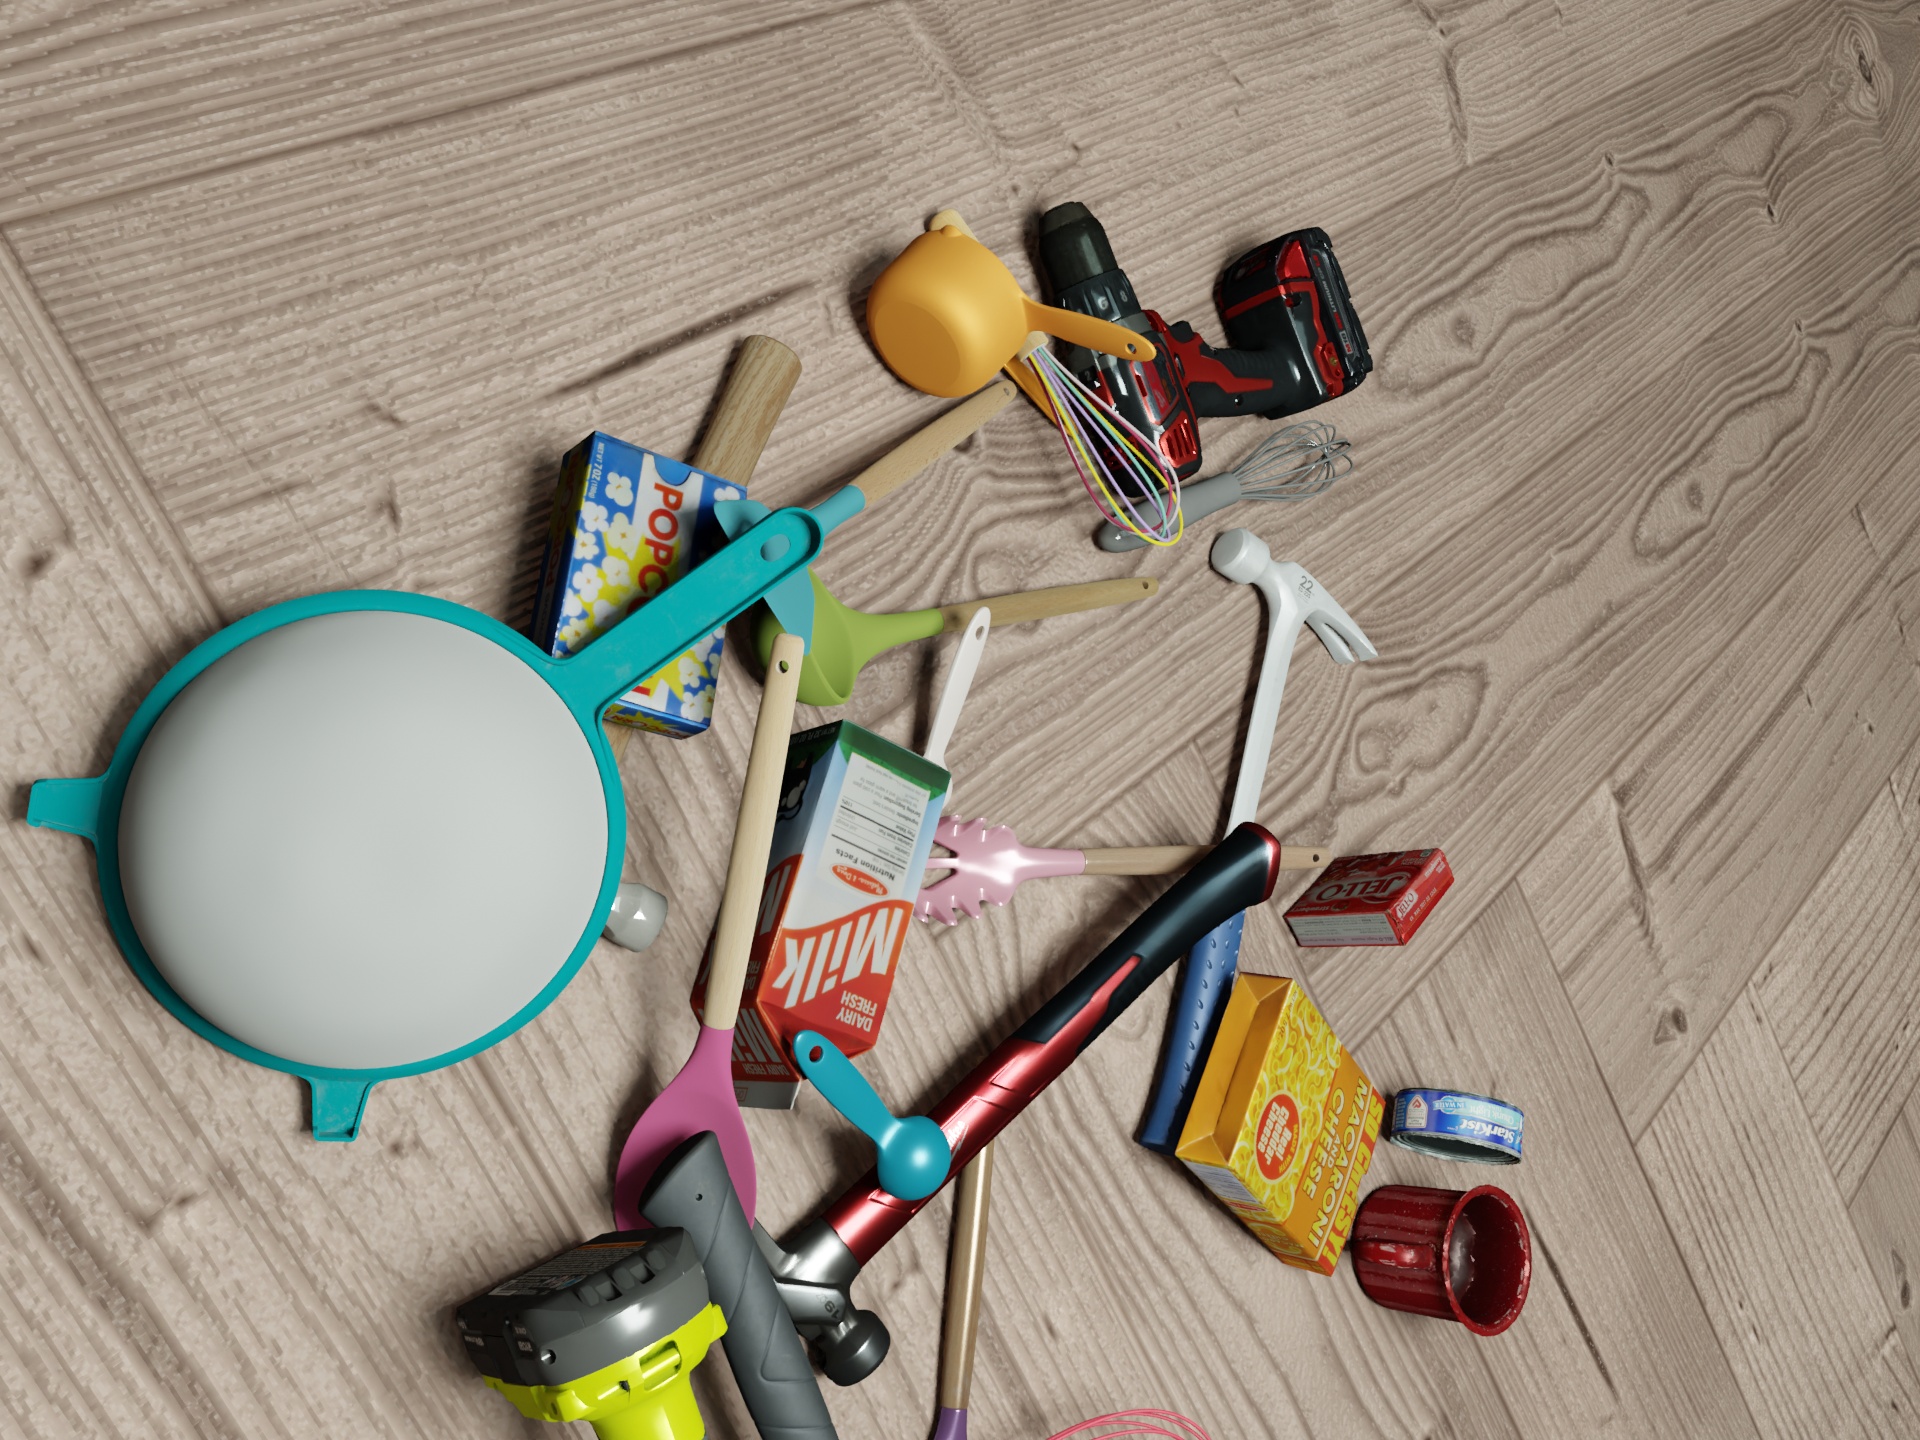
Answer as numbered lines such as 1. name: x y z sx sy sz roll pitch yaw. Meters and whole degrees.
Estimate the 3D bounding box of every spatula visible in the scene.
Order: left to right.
1. spatula: -0.036 -0.132 0.858 0.082 0.044 0.317 59 40 -13
2. spatula: -0.003 0.340 0.852 0.059 0.018 0.316 15 73 -30

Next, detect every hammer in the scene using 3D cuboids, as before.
1. hammer: -0.154 -0.060 0.804 0.130 0.031 0.331 33 63 -29
2. hammer: -0.045 0.380 0.727 0.149 0.036 0.409 -24 91 -21
3. hammer: 0.036 0.167 0.865 0.386 0.038 0.143 -39 104 -26
4. hammer: 0.184 0.081 1.031 0.144 0.035 0.406 29 65 -30

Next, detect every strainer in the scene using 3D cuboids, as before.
1. strainer: -0.185 0.015 0.652 0.340 0.095 0.211 -38 106 -12

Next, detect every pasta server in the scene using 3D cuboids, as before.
1. pasta server: 0.097 0.084 0.937 0.316 0.040 0.060 2 91 -28

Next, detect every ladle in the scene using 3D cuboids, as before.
1. ladle: 0.013 -0.064 0.917 0.320 0.062 0.078 -12 83 -41

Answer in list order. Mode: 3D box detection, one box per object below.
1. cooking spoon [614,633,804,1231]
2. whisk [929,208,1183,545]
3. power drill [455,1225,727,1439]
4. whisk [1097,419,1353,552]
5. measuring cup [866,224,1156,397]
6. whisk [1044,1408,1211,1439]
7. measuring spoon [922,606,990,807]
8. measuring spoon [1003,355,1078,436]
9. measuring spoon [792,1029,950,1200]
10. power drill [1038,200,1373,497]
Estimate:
1. cooking spoon: -0.107 0.116 0.736 0.069 0.017 0.319 12 99 6
2. whisk: 0.059 -0.207 0.968 0.047 0.051 0.245 -35 90 -12
3. power drill: -0.130 0.338 0.673 0.080 0.171 0.223 -18 84 -37
4. whisk: 0.181 -0.153 1.067 0.239 0.055 0.055 -25 97 -33
5. measuring cup: 0.023 -0.213 0.887 0.052 0.174 0.095 -49 146 -28
6. whisk: 0.005 0.399 0.806 0.295 0.073 0.073 3 80 -24
7. measuring spoon: -0.001 -0.003 0.885 0.034 0.018 0.124 10 100 -54
8. measuring spoon: 0.033 -0.215 0.989 0.116 0.011 0.021 41 40 -28
9. measuring spoon: -0.040 0.190 0.766 0.042 0.021 0.128 -52 127 -23
10. power drill: 0.155 -0.264 1.051 0.226 0.080 0.188 -26 97 -34
